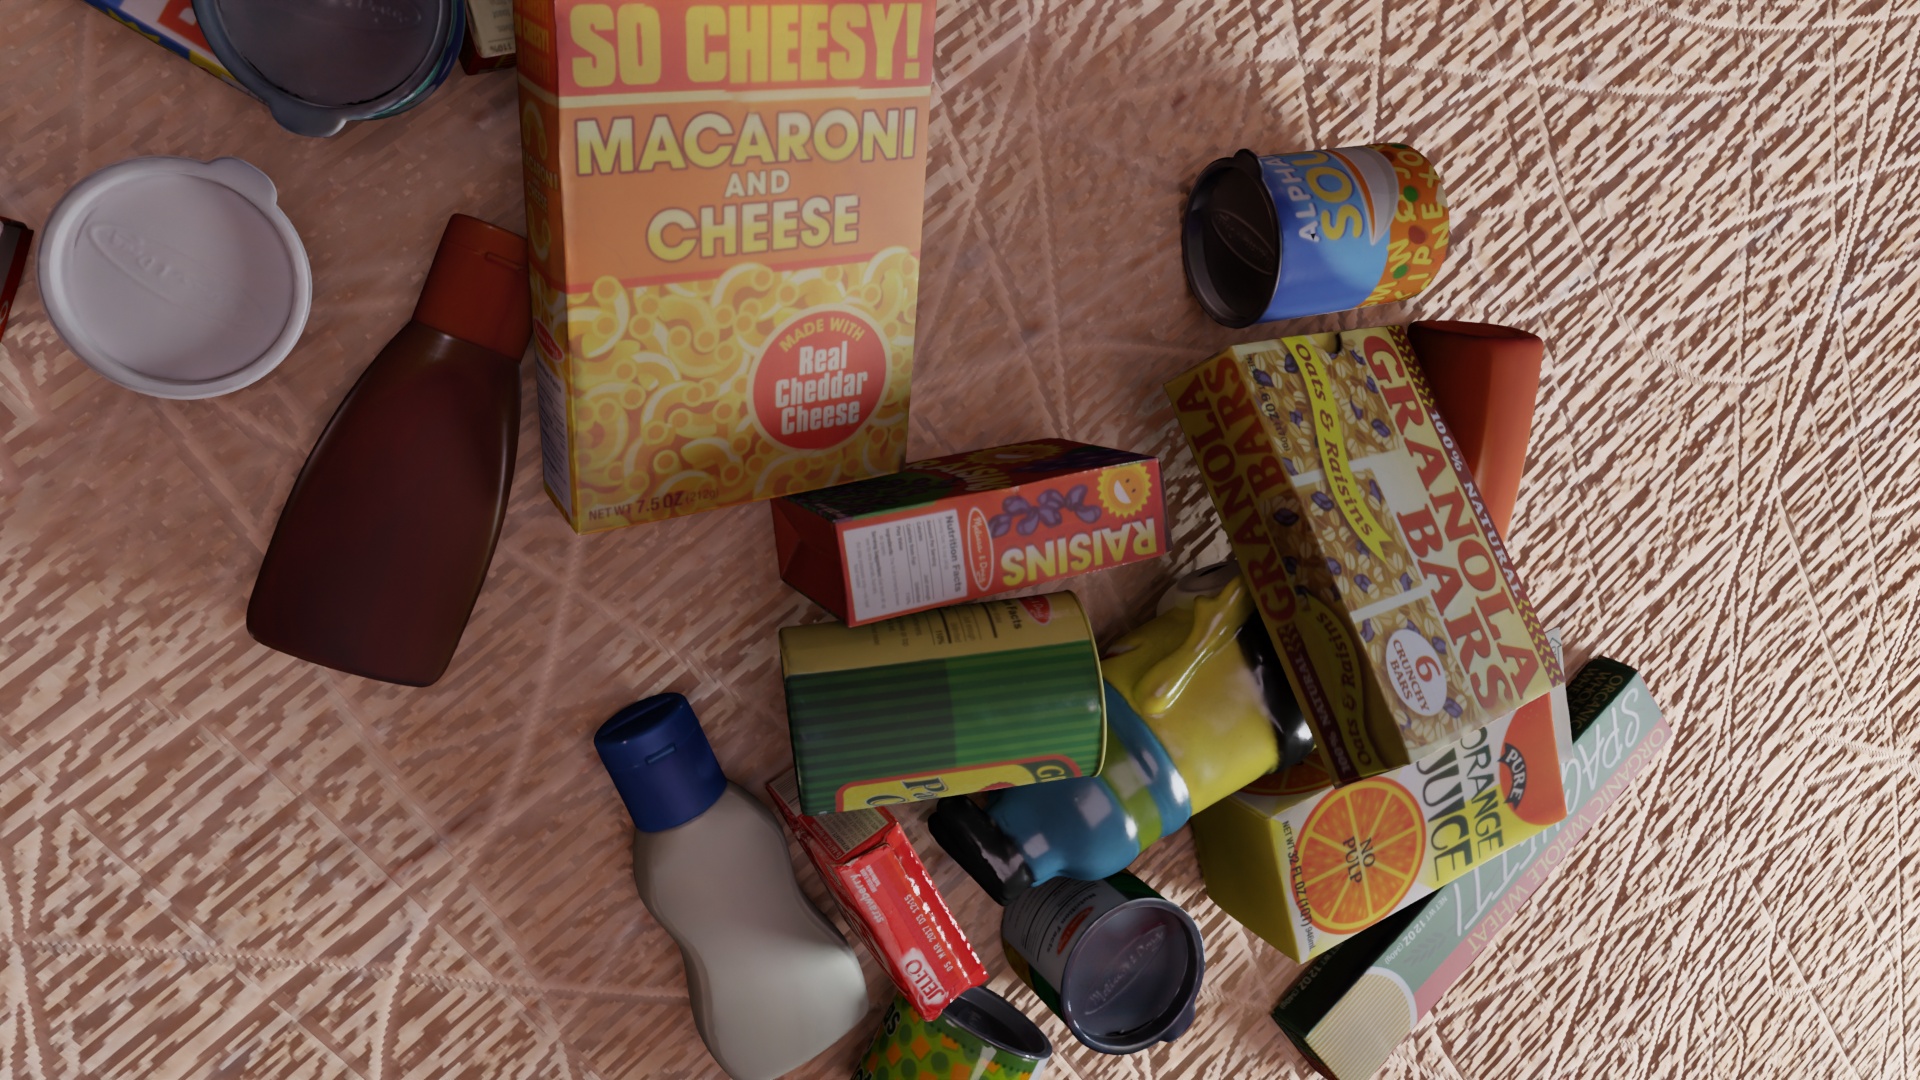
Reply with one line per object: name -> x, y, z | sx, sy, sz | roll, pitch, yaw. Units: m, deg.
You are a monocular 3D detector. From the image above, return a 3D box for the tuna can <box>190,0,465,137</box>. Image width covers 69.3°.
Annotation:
tuna can -> -0.174, -0.148, 0.386 | 0.071, 0.033, 0.071 | -3, 105, -11

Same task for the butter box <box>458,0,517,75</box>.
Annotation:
butter box -> -0.110, -0.173, 0.448 | 0.104, 0.053, 0.024 | -18, 108, -19

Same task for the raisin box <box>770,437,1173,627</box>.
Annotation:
raisin box -> 0.002, -0.006, 0.508 | 0.124, 0.086, 0.040 | -12, 103, -21

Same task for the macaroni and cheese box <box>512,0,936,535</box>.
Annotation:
macaroni and cheese box -> -0.075, -0.093, 0.449 | 0.124, 0.040, 0.165 | -13, 123, -30

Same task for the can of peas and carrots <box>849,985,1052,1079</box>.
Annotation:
can of peas and carrots -> -0.008, 0.211, 0.554 | 0.071, 0.071, 0.059 | 29, 88, -25

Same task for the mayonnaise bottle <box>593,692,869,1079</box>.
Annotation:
mayonnaise bottle -> -0.088, 0.128, 0.518 | 0.065, 0.041, 0.147 | -28, 108, -18

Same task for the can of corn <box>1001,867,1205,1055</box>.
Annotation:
can of corn -> 0.060, 0.171, 0.579 | 0.071, 0.058, 0.071 | -4, 101, -23

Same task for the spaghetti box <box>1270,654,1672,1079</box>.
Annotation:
spaghetti box -> 0.253, 0.159, 0.678 | 0.250, 0.029, 0.050 | -43, 114, -11

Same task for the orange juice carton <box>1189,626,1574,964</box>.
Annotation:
orange juice carton -> 0.200, 0.104, 0.620 | 0.193, 0.073, 0.071 | -21, 107, -19

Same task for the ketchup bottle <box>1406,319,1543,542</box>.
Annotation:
ketchup bottle -> 0.217, -0.020, 0.613 | 0.043, 0.065, 0.148 | -3, 106, -17

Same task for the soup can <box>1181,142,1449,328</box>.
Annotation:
soup can -> 0.143, -0.126, 0.557 | 0.084, 0.071, 0.071 | -12, 104, -22

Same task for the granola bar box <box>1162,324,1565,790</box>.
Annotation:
granola bar box -> 0.162, -0.001, 0.546 | 0.124, 0.039, 0.165 | -13, 77, -42

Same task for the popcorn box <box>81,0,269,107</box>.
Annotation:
popcorn box -> -0.199, -0.197, 0.413 | 0.085, 0.038, 0.126 | 29, 87, -24

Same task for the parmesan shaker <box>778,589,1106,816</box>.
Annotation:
parmesan shaker -> -0.008, 0.056, 0.484 | 0.103, 0.071, 0.071 | -7, 103, -8

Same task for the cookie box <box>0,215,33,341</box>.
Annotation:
cookie box -> -0.361, -0.057, 0.367 | 0.167, 0.040, 0.123 | 18, 92, -24

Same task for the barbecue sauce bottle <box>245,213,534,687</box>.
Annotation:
barbecue sauce bottle -> -0.174, -0.030, 0.451 | 0.065, 0.044, 0.148 | 21, 90, -26

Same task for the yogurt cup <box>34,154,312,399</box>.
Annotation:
yogurt cup -> -0.229, -0.078, 0.412 | 0.072, 0.054, 0.072 | -4, 101, -23
